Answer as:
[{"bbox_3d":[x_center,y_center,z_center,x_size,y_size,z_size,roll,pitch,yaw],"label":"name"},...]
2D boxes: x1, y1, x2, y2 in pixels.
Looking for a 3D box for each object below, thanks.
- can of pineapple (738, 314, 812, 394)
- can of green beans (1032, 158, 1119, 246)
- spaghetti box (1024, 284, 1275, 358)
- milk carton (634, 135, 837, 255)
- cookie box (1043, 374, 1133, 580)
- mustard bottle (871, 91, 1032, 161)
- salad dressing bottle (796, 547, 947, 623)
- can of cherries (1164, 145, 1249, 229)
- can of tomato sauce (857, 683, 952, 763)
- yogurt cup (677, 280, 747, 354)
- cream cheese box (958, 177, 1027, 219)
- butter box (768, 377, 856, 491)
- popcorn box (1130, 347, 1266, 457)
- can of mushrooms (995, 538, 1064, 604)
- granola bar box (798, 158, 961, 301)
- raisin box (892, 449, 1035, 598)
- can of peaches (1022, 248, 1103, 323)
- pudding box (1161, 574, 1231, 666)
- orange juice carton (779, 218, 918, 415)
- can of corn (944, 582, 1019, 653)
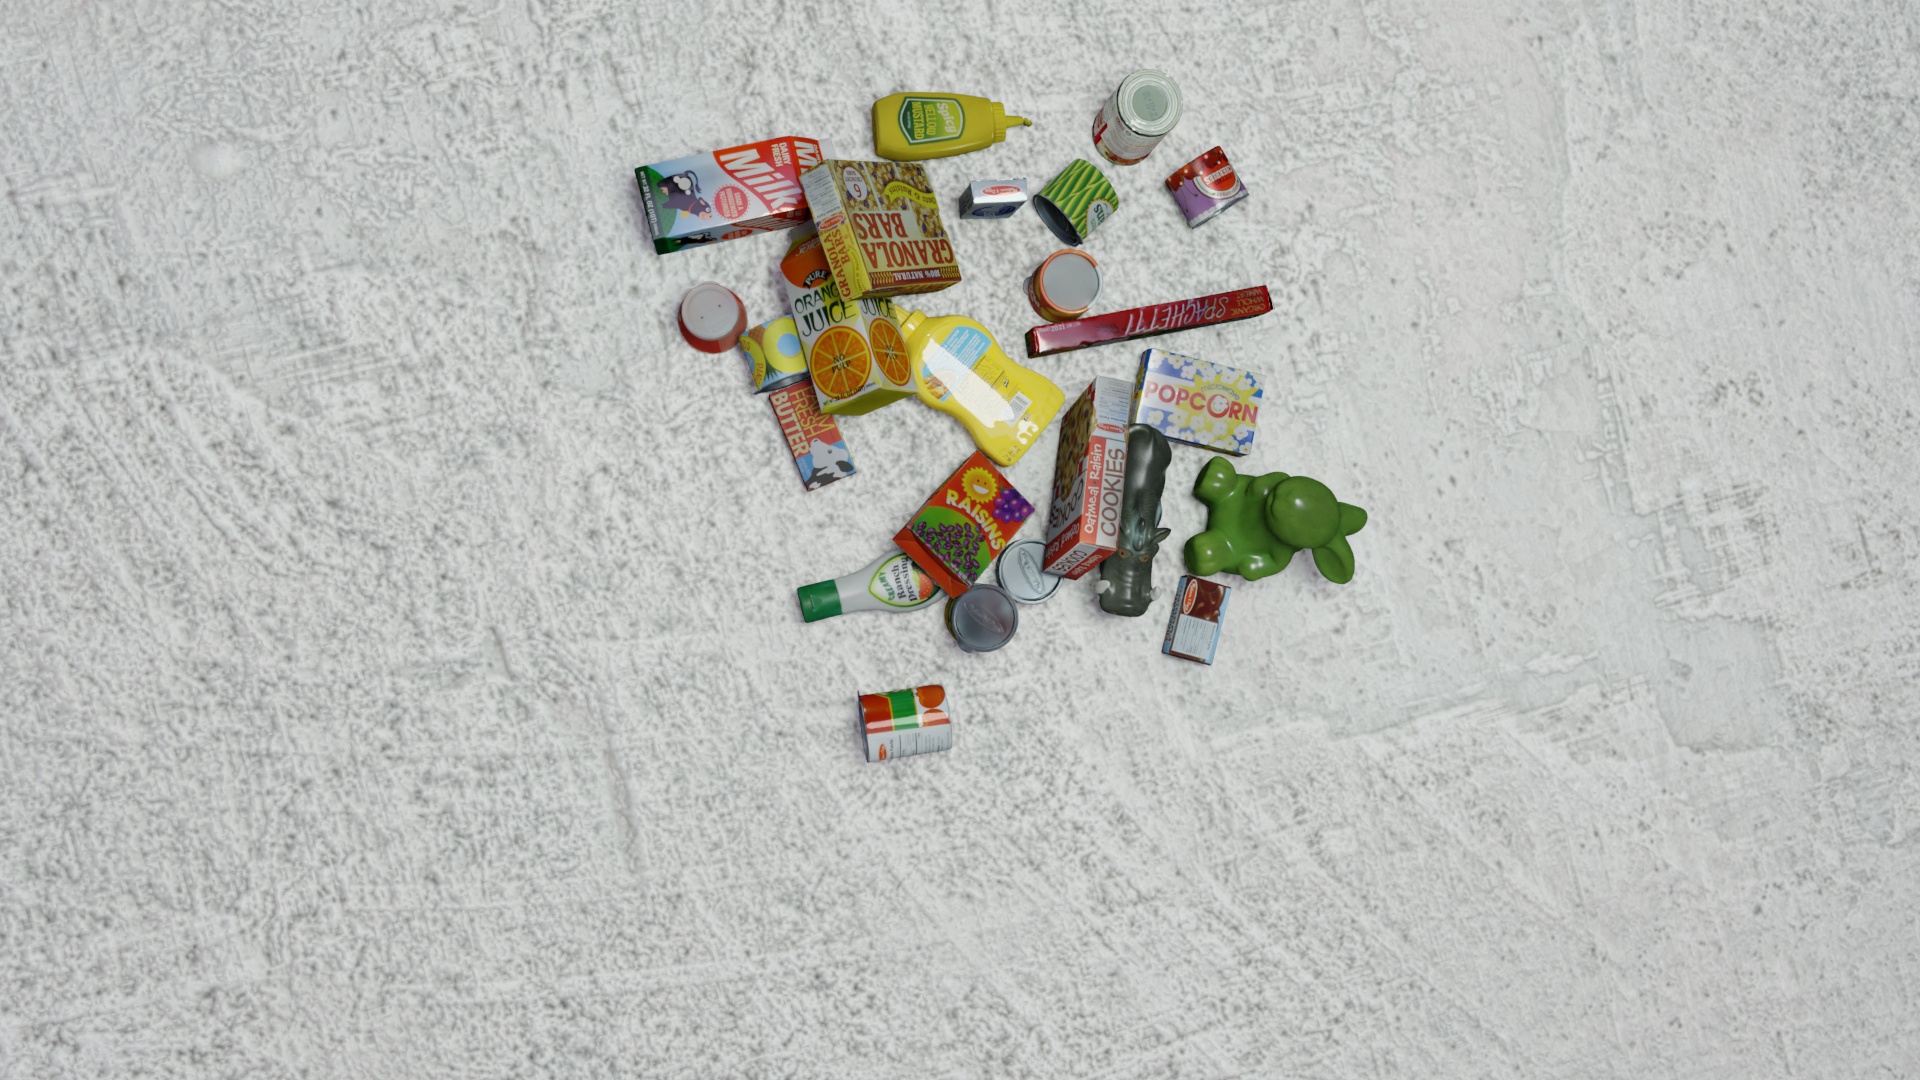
[{"bbox_3d":[-0.176,-0.180,1.340,0.071,0.071,0.058,-21,92,-8],"label":"can of pineapple"},{"bbox_3d":[0.115,-0.337,1.383,0.058,0.071,0.071,-43,95,-7],"label":"can of green beans"},{"bbox_3d":[0.190,-0.220,1.400,0.250,0.050,0.028,-11,92,-8],"label":"spaghetti box"},{"bbox_3d":[-0.208,-0.335,1.334,0.191,0.073,0.072,-15,92,-8],"label":"milk carton"},{"bbox_3d":[0.123,-0.057,1.333,0.040,0.122,0.168,11,73,-10],"label":"cookie box"},{"bbox_3d":[-0.006,-0.413,1.376,0.160,0.049,0.065,-7,92,-8],"label":"mustard bottle"},{"bbox_3d":[-0.084,0.046,1.361,0.148,0.044,0.064,-14,91,-8],"label":"salad dressing bottle"},{"bbox_3d":[0.249,-0.357,1.400,0.071,0.071,0.058,-31,93,-7],"label":"can of cherries"},{"bbox_3d":[-0.055,0.176,1.353,0.083,0.071,0.071,-7,91,-9],"label":"can of tomato sauce"},{"bbox_3d":[-0.240,-0.216,1.338,0.072,0.054,0.072,0,90,-8],"label":"yogurt cup"},{"bbox_3d":[0.030,-0.332,1.352,0.053,0.104,0.024,-4,95,-7],"label":"cream cheese box"},{"bbox_3d":[-0.145,-0.104,1.364,0.053,0.024,0.103,-23,93,-8],"label":"butter box"},{"bbox_3d":[0.239,-0.139,1.412,0.127,0.038,0.085,13,87,-8],"label":"popcorn box"},{"bbox_3d":[0.071,0.030,1.388,0.071,0.033,0.071,0,89,-7],"label":"can of mushrooms"},{"bbox_3d":[-0.071,-0.294,1.314,0.039,0.166,0.124,-18,92,32],"label":"granola bar box"},{"bbox_3d":[0.005,-0.017,1.351,0.086,0.040,0.124,45,56,-4],"label":"raisin box"},{"bbox_3d":[0.102,-0.253,1.384,0.071,0.058,0.071,0,90,-8],"label":"can of peaches"},{"bbox_3d":[0.240,0.081,1.413,0.050,0.030,0.083,15,87,-6],"label":"pudding box"},{"bbox_3d":[-0.111,-0.222,1.328,0.071,0.073,0.192,-19,83,27],"label":"orange juice carton"},{"bbox_3d":[0.018,0.077,1.367,0.071,0.058,0.071,0,90,-8],"label":"can of corn"}]
